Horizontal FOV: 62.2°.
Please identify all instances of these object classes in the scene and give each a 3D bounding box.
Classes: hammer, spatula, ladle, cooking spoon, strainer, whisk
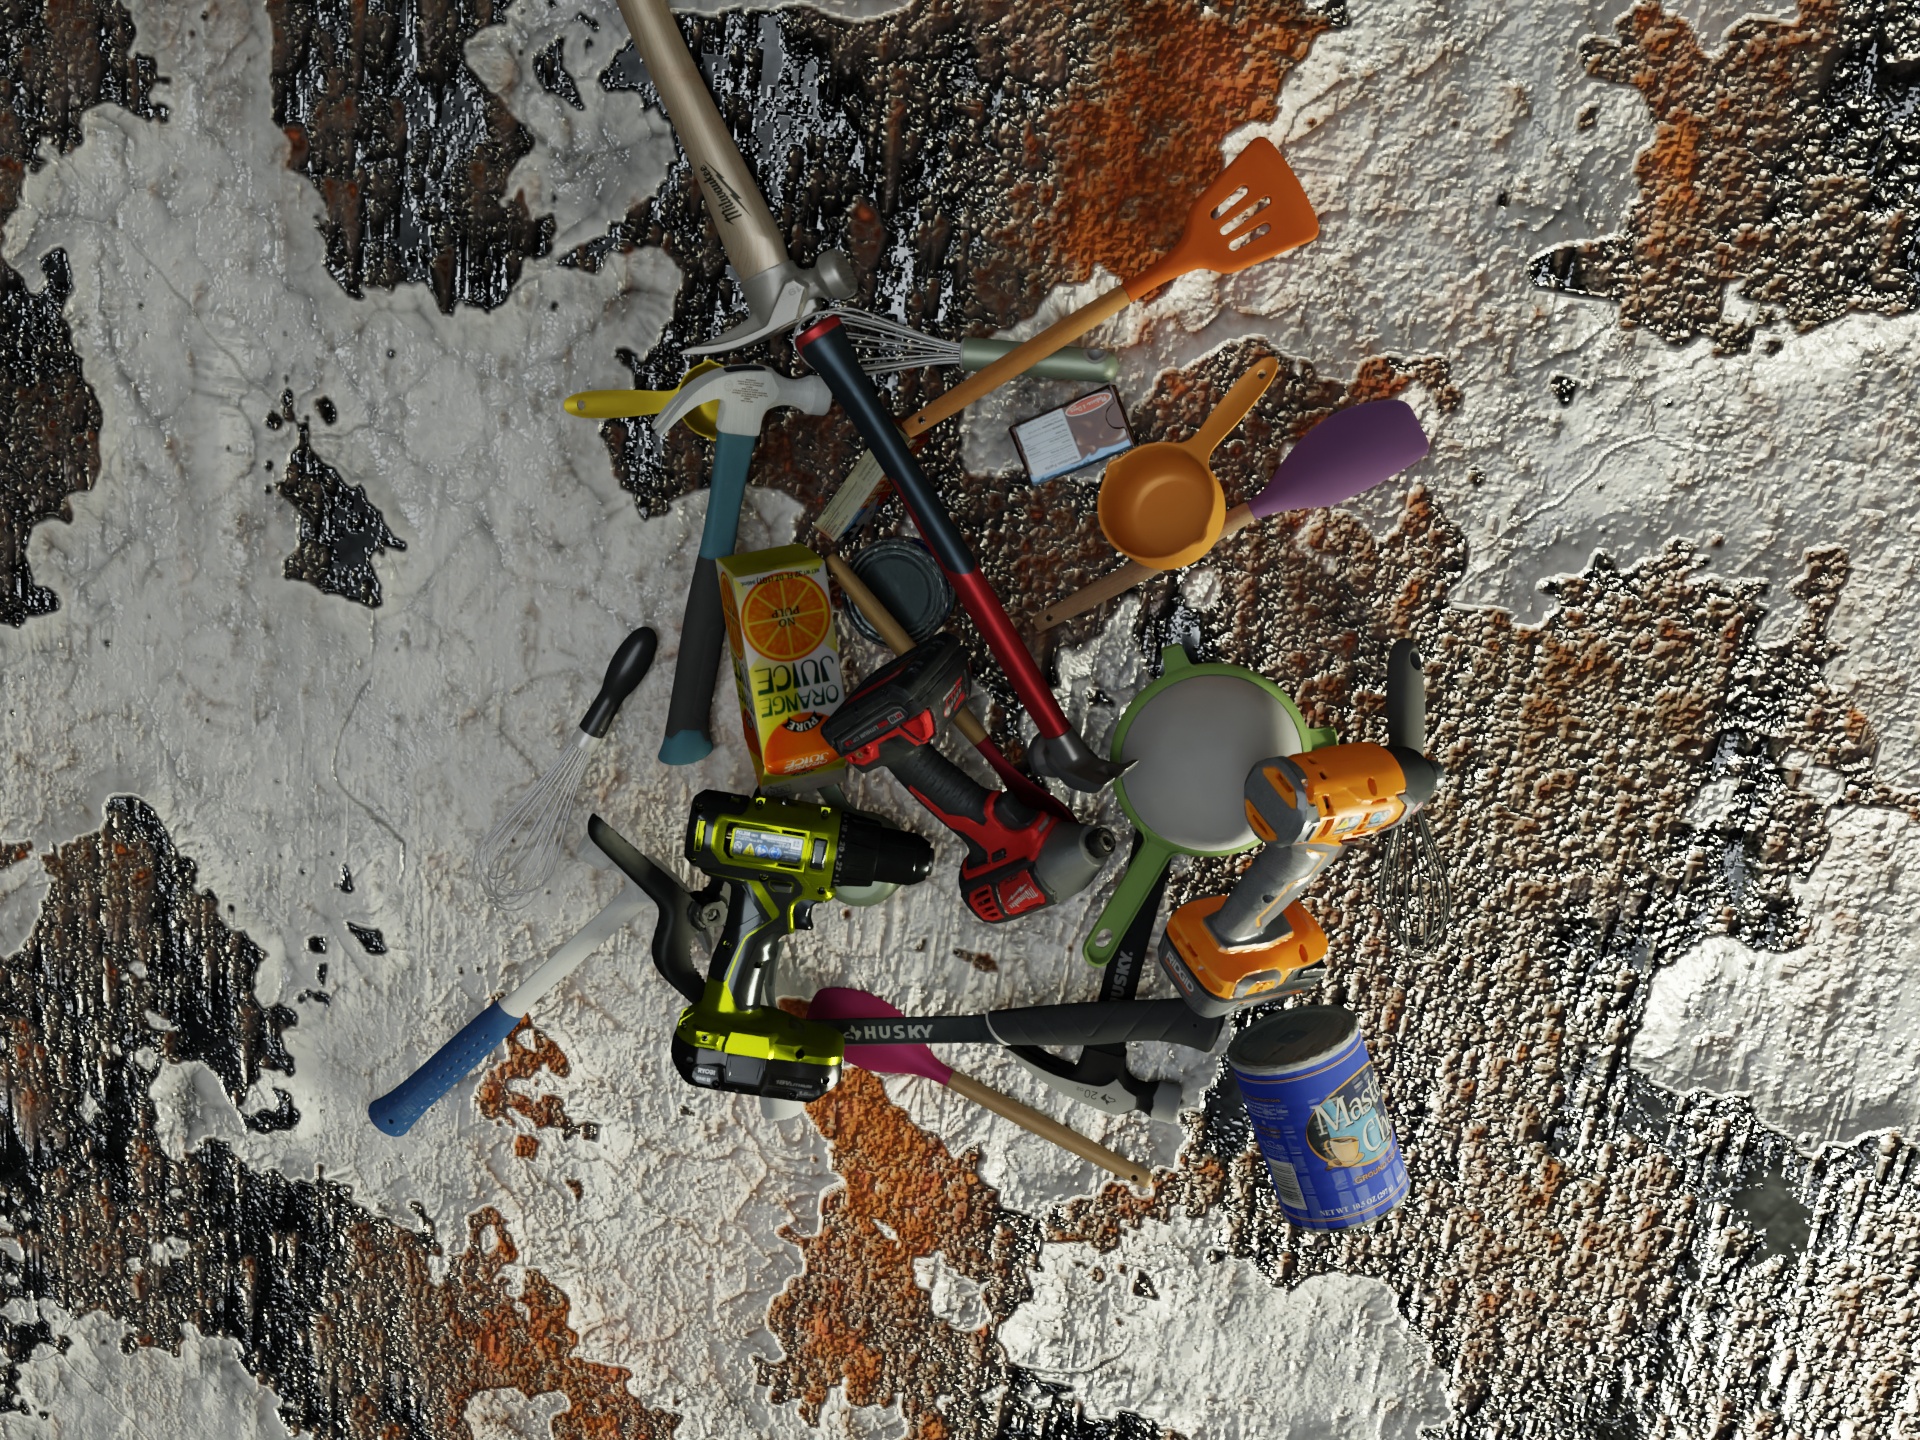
[{"bbox_3d":[0.012,0.241,1.270,0.409,0.036,0.149,-7,93,22],"label":"hammer"},{"bbox_3d":[-0.193,-0.116,1.250,0.128,0.033,0.331,4,113,-23],"label":"hammer"},{"bbox_3d":[0.134,0.151,1.253,0.146,0.035,0.334,14,106,9],"label":"hammer"},{"bbox_3d":[0.191,-0.145,1.177,0.316,0.018,0.060,-28,89,17],"label":"spatula"},{"bbox_3d":[-0.380,0.248,1.384,0.144,0.035,0.405,39,115,-22],"label":"hammer"},{"bbox_3d":[-0.002,-0.004,1.226,0.315,0.031,0.069,51,143,-10],"label":"ladle"},{"bbox_3d":[0.001,-0.116,1.141,0.038,0.143,0.386,-34,103,-12],"label":"hammer"},{"bbox_3d":[0.097,-0.293,1.133,0.322,0.041,0.081,-31,95,5],"label":"spatula"},{"bbox_3d":[0.014,0.310,1.327,0.319,0.017,0.068,26,108,7],"label":"cooking spoon"},{"bbox_3d":[0.161,0.082,1.174,0.151,0.069,0.256,28,101,-6],"label":"strainer"},{"bbox_3d":[-0.222,-0.481,1.187,0.146,0.038,0.410,-21,97,19],"label":"hammer"},{"bbox_3d":[0.335,0.058,1.179,0.055,0.055,0.239,-2,98,14],"label":"whisk"},{"bbox_3d":[-0.327,0.041,1.330,0.070,0.070,0.284,34,103,4],"label":"whisk"},{"bbox_3d":[-0.005,-0.273,1.183,0.246,0.058,0.059,7,139,9],"label":"whisk"}]

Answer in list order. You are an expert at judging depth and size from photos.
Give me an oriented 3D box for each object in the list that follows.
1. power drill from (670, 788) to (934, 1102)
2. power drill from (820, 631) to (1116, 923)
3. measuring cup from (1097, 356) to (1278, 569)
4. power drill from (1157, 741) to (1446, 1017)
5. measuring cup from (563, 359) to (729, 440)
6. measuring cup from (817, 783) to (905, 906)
[{"bbox_3d":[-0.129,0.174,1.247,0.190,0.080,0.228,9,98,-4],"label":"power drill"},{"bbox_3d":[0.012,0.050,1.188,0.143,0.078,0.219,-27,107,45],"label":"power drill"},{"bbox_3d":[0.175,-0.186,1.152,0.095,0.052,0.173,42,98,22],"label":"measuring cup"},{"bbox_3d":[0.249,0.107,1.142,0.084,0.164,0.226,57,140,36],"label":"power drill"},{"bbox_3d":[-0.236,-0.251,1.250,0.156,0.029,0.062,1,103,16],"label":"measuring cup"},{"bbox_3d":[-0.103,0.076,1.288,0.083,0.038,0.167,-26,98,18],"label":"measuring cup"}]
